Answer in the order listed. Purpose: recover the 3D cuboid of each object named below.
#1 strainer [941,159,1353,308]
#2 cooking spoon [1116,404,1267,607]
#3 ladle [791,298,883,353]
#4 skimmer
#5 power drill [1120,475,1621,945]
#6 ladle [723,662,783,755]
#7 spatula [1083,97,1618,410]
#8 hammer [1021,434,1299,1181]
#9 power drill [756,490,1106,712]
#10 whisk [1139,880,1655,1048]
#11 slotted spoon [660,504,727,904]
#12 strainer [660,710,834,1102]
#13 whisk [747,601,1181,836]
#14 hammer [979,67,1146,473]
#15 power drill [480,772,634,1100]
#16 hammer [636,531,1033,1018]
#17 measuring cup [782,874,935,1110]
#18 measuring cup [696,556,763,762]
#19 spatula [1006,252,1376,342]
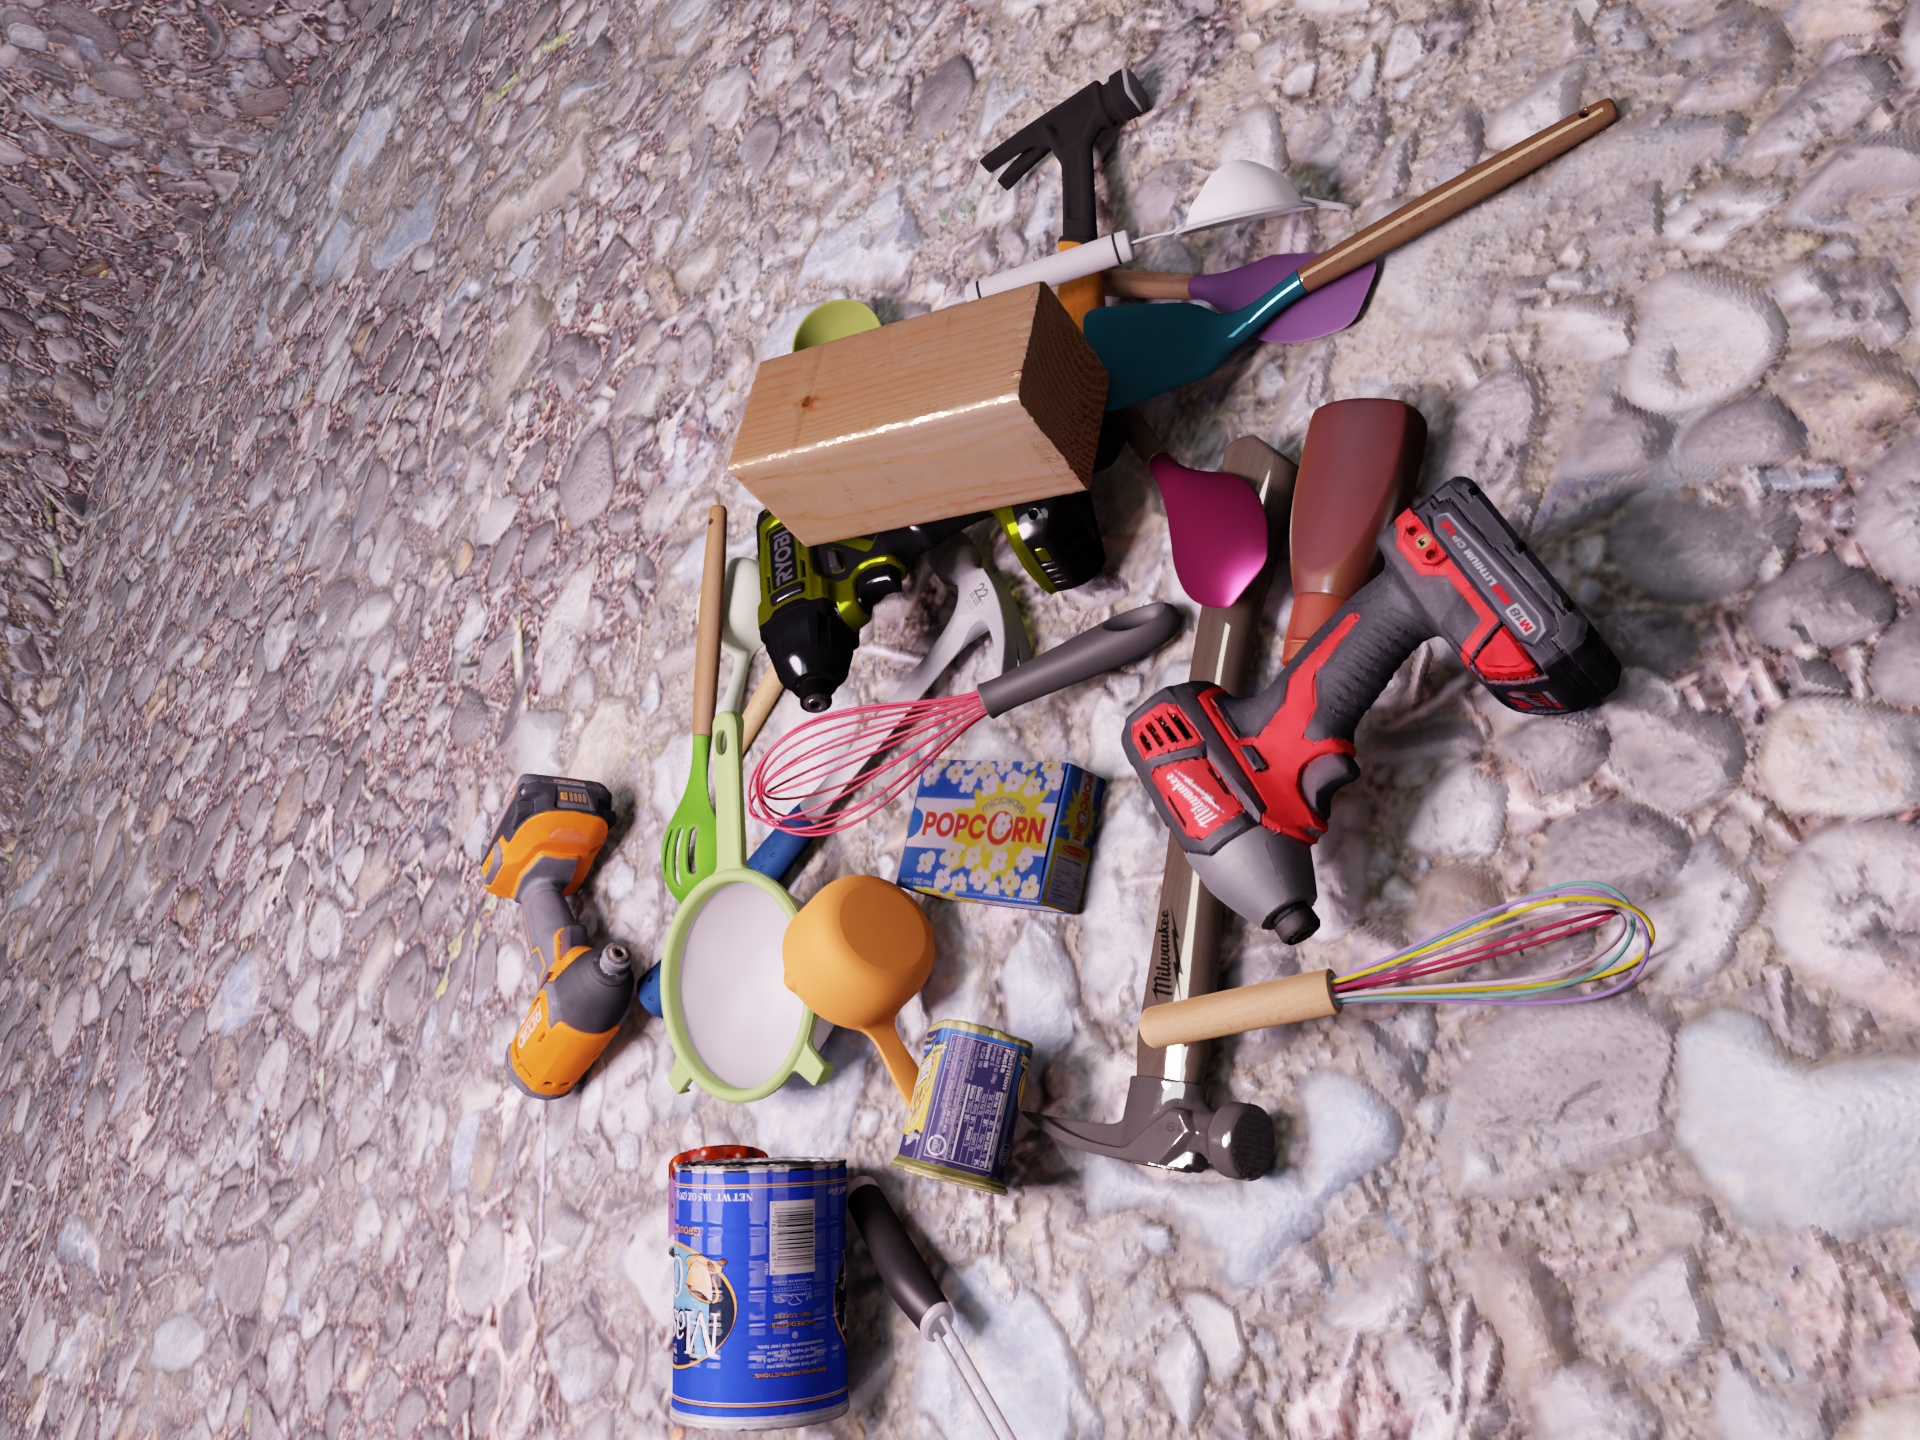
[{"bbox_3d":[0.108,-0.297,0.981,0.258,0.087,0.050,-15,101,16],"label":"strainer"},{"bbox_3d":[0.113,-0.170,0.977,0.068,0.017,0.319,-54,34,24],"label":"cooking spoon"},{"bbox_3d":[-0.037,-0.261,1.134,0.078,0.062,0.320,-61,30,-1],"label":"ladle"},{"bbox_3d":[0.034,0.360,0.830,0.127,0.090,0.364,-62,31,8],"label":"skimmer"},{"bbox_3d":[0.193,0.001,0.767,0.219,0.078,0.143,-39,58,18],"label":"power drill"},{"bbox_3d":[-0.102,-0.096,1.188,0.315,0.031,0.069,-60,37,10],"label":"ladle"},{"bbox_3d":[0.215,-0.270,0.911,0.317,0.044,0.082,-25,55,30],"label":"spatula"},{"bbox_3d":[0.128,0.036,0.880,0.146,0.038,0.411,-6,67,46],"label":"hammer"},{"bbox_3d":[-0.028,-0.106,1.024,0.223,0.080,0.171,-24,49,17],"label":"power drill"},{"bbox_3d":[0.193,0.118,0.738,0.245,0.047,0.051,-18,61,28],"label":"whisk"},{"bbox_3d":[-0.196,-0.013,1.207,0.070,0.031,0.314,-7,75,40],"label":"slotted spoon"},{"bbox_3d":[-0.131,0.122,1.060,0.151,0.069,0.256,-15,74,40],"label":"strainer"},{"bbox_3d":[-0.002,-0.003,0.972,0.296,0.073,0.073,-25,53,13],"label":"whisk"},{"bbox_3d":[0.073,-0.295,1.060,0.127,0.034,0.337,-23,50,31],"label":"hammer"},{"bbox_3d":[-0.304,0.153,1.223,0.164,0.084,0.227,-51,44,37],"label":"power drill"},{"bbox_3d":[-0.096,0.060,1.101,0.405,0.035,0.144,-50,43,17],"label":"hammer"},{"bbox_3d":[-0.038,0.171,0.954,0.174,0.095,0.052,59,134,21],"label":"measuring cup"},{"bbox_3d":[-0.184,-0.050,1.241,0.083,0.038,0.168,-9,64,44],"label":"measuring cup"},{"bbox_3d":[0.134,-0.281,1.036,0.316,0.018,0.060,22,87,48],"label":"spatula"}]
